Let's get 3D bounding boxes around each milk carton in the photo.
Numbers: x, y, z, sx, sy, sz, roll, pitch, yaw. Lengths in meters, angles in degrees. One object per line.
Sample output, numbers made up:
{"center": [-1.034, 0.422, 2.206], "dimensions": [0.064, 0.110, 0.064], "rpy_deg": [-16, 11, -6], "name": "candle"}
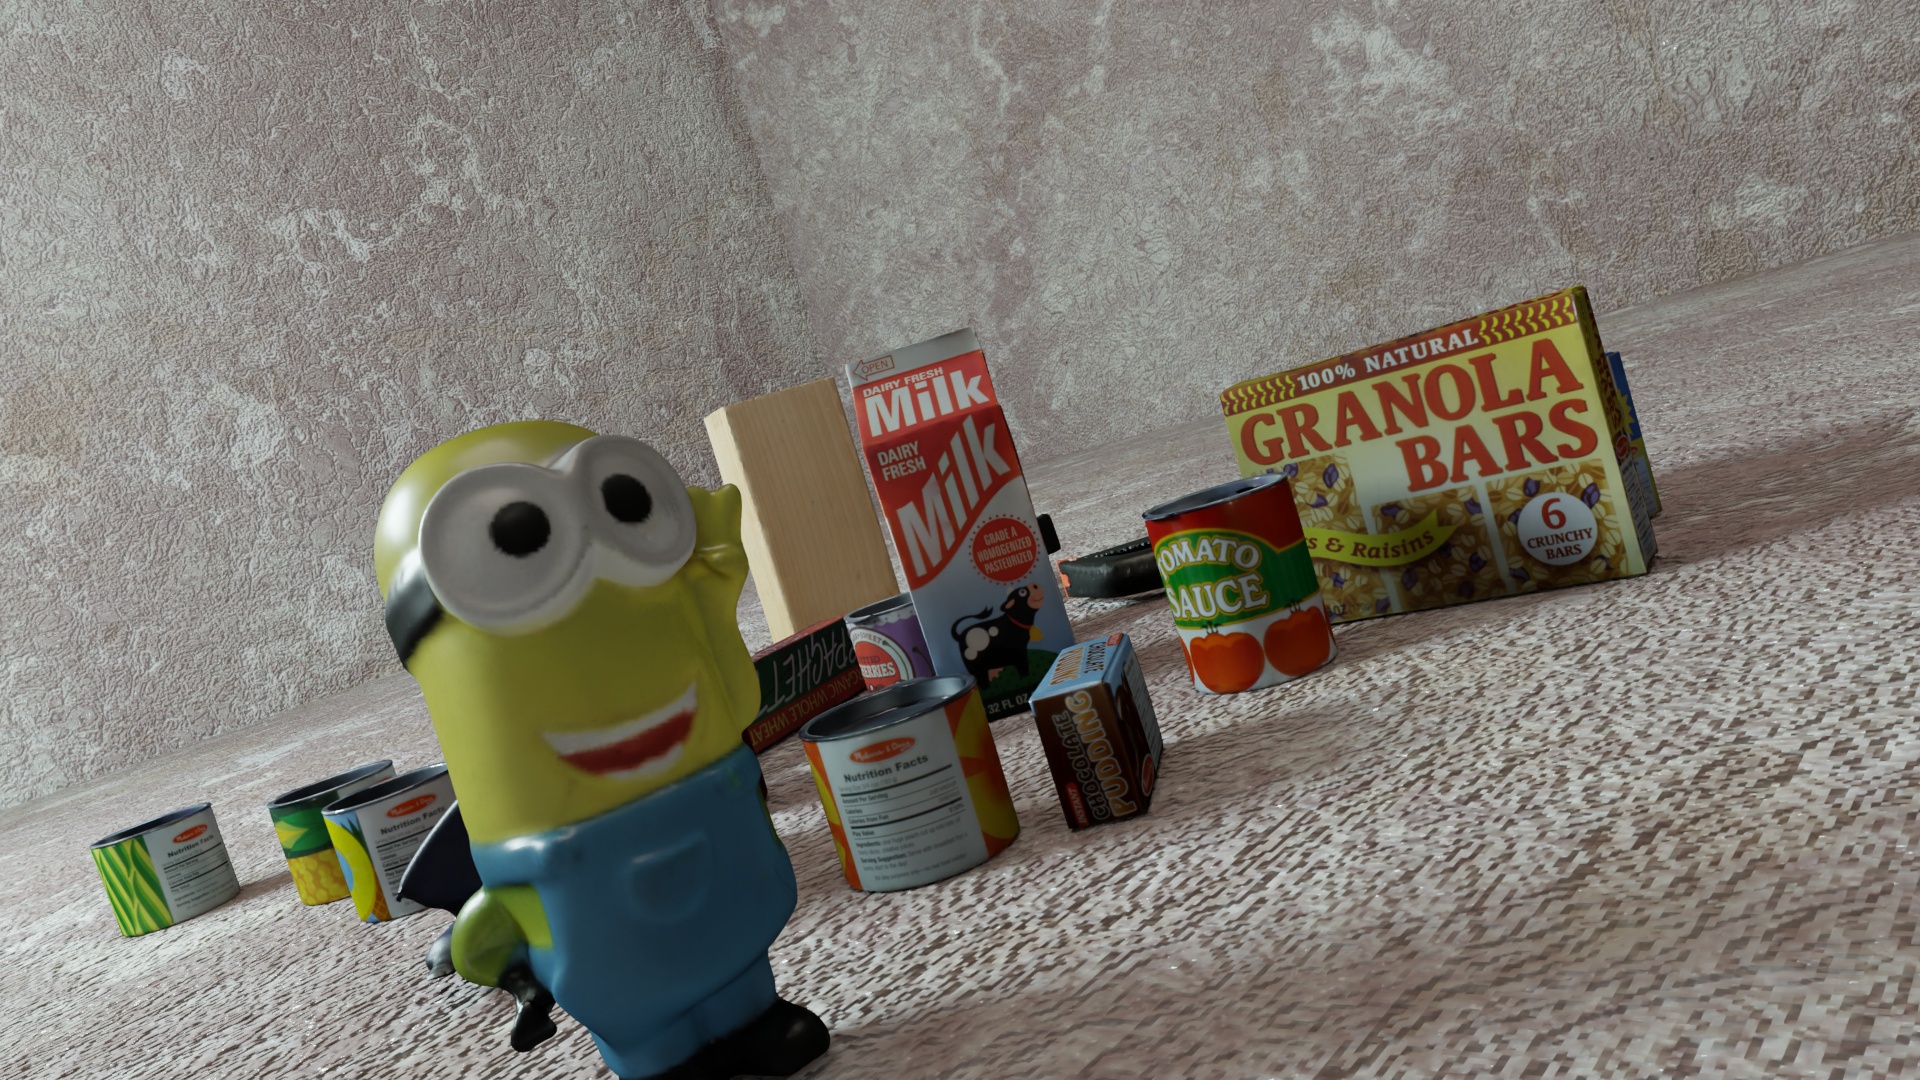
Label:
{"center": [0.003, -0.009, 0.709], "dimensions": [0.072, 0.190, 0.073], "rpy_deg": [-17, 4, 3], "name": "milk carton"}

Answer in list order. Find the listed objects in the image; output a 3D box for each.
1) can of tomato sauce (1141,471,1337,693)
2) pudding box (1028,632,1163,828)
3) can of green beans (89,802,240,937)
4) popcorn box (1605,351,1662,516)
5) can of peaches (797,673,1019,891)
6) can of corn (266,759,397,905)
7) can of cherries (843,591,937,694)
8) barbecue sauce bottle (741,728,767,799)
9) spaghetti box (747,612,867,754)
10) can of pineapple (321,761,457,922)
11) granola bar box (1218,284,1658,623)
{"center": [0.122, 0.019, 0.613], "dimensions": [0.071, 0.083, 0.071], "rpy_deg": [-17, 4, 1], "name": "can of tomato sauce"}
{"center": [0.052, 0.067, 0.510], "dimensions": [0.030, 0.049, 0.084], "rpy_deg": [-16, 5, 14], "name": "pudding box"}
{"center": [-0.475, 0.196, 0.831], "dimensions": [0.071, 0.057, 0.071], "rpy_deg": [-17, 4, 1], "name": "can of green beans"}
{"center": [0.287, -0.042, 0.727], "dimensions": [0.038, 0.085, 0.126], "rpy_deg": [-20, 5, -34], "name": "popcorn box"}
{"center": [-0.017, 0.085, 0.498], "dimensions": [0.071, 0.058, 0.071], "rpy_deg": [-17, 4, 1], "name": "can of peaches"}
{"center": [-0.339, 0.160, 0.763], "dimensions": [0.071, 0.058, 0.071], "rpy_deg": [-17, 4, 1], "name": "can of corn"}
{"center": [-0.029, 0.062, 0.799], "dimensions": [0.071, 0.058, 0.071], "rpy_deg": [-17, 4, 1], "name": "can of cherries"}
{"center": [-0.134, 0.059, 0.659], "dimensions": [0.044, 0.148, 0.065], "rpy_deg": [-18, 4, -12], "name": "barbecue sauce bottle"}
{"center": [-0.123, 0.096, 0.792], "dimensions": [0.028, 0.050, 0.251], "rpy_deg": [-15, 5, 28], "name": "spaghetti box"}
{"center": [-0.270, 0.147, 0.682], "dimensions": [0.071, 0.058, 0.071], "rpy_deg": [-17, 4, 1], "name": "can of pineapple"}
{"center": [0.215, -0.033, 0.638], "dimensions": [0.165, 0.124, 0.039], "rpy_deg": [-14, 5, 37], "name": "granola bar box"}
